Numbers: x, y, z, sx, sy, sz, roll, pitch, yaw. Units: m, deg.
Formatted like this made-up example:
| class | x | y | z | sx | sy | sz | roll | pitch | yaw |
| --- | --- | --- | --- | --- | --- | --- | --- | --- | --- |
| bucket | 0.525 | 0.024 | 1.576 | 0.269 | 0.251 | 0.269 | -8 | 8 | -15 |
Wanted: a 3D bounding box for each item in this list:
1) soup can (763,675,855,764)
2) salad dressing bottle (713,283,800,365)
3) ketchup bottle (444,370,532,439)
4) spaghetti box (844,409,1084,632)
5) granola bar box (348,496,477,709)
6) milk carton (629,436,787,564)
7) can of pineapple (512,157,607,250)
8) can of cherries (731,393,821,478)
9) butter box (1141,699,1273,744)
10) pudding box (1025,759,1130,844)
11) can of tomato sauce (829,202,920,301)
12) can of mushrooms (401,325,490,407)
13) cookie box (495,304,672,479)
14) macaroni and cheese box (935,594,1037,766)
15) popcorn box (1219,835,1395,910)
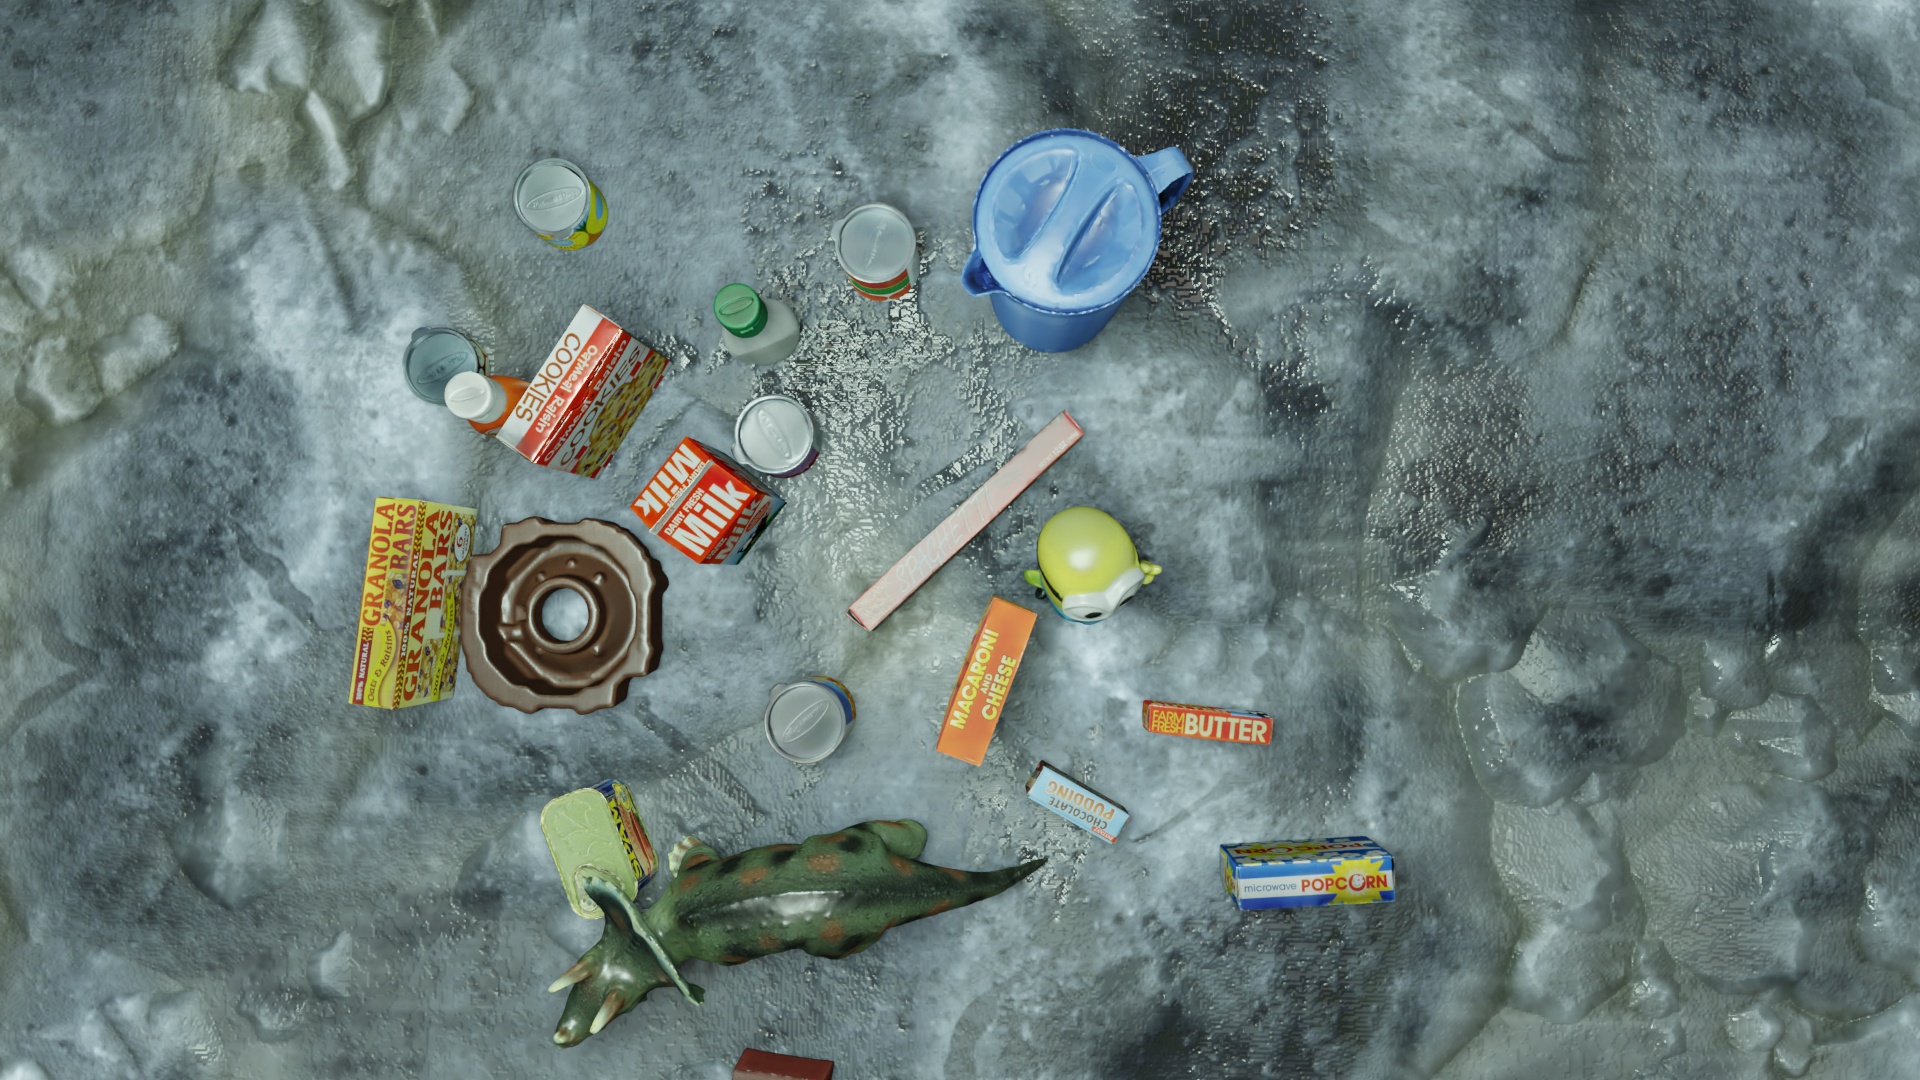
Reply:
| class | x | y | z | sx | sy | sz | roll | pitch | yaw |
| --- | --- | --- | --- | --- | --- | --- | --- | --- | --- |
| soup can | -0.125 | 0.145 | 1.152 | 0.071 | 0.084 | 0.071 | 0 | 88 | 1 |
| salad dressing bottle | -0.169 | -0.177 | 1.135 | 0.064 | 0.147 | 0.044 | -21 | 88 | 1 |
| ketchup bottle | -0.376 | -0.110 | 1.136 | 0.065 | 0.149 | 0.043 | -17 | 88 | 1 |
| spaghetti box | 0.004 | -0.015 | 1.173 | 0.250 | 0.050 | 0.028 | -43 | 88 | -1 |
| granola bar box | -0.449 | 0.050 | 1.143 | 0.039 | 0.124 | 0.165 | 6 | 88 | 2 |
| milk carton | -0.202 | -0.030 | 1.108 | 0.073 | 0.190 | 0.072 | 39 | 89 | 2 |
| can of pineapple | -0.342 | -0.285 | 1.189 | 0.071 | 0.058 | 0.071 | 0 | 88 | 1 |
| can of cherries | -0.156 | -0.086 | 1.175 | 0.071 | 0.058 | 0.071 | 0 | 88 | 1 |
| butter box | 0.204 | 0.151 | 1.159 | 0.103 | 0.053 | 0.024 | 6 | 88 | 2 |
| pudding box | 0.097 | 0.218 | 1.161 | 0.084 | 0.049 | 0.030 | 30 | 89 | 2 |
| can of tomato sauce | -0.070 | -0.241 | 1.168 | 0.071 | 0.083 | 0.071 | 0 | 88 | 1 |
| can of mushrooms | -0.444 | -0.150 | 1.197 | 0.071 | 0.033 | 0.071 | 0 | 88 | 1 |
| cookie box | -0.299 | -0.115 | 1.125 | 0.040 | 0.167 | 0.123 | 32 | 89 | 2 |
| macaroni and cheese box | 0.020 | 0.107 | 1.109 | 0.040 | 0.166 | 0.123 | 21 | 89 | 2 |
| popcorn box | 0.281 | 0.271 | 1.136 | 0.127 | 0.085 | 0.038 | -4 | 88 | 1 |
